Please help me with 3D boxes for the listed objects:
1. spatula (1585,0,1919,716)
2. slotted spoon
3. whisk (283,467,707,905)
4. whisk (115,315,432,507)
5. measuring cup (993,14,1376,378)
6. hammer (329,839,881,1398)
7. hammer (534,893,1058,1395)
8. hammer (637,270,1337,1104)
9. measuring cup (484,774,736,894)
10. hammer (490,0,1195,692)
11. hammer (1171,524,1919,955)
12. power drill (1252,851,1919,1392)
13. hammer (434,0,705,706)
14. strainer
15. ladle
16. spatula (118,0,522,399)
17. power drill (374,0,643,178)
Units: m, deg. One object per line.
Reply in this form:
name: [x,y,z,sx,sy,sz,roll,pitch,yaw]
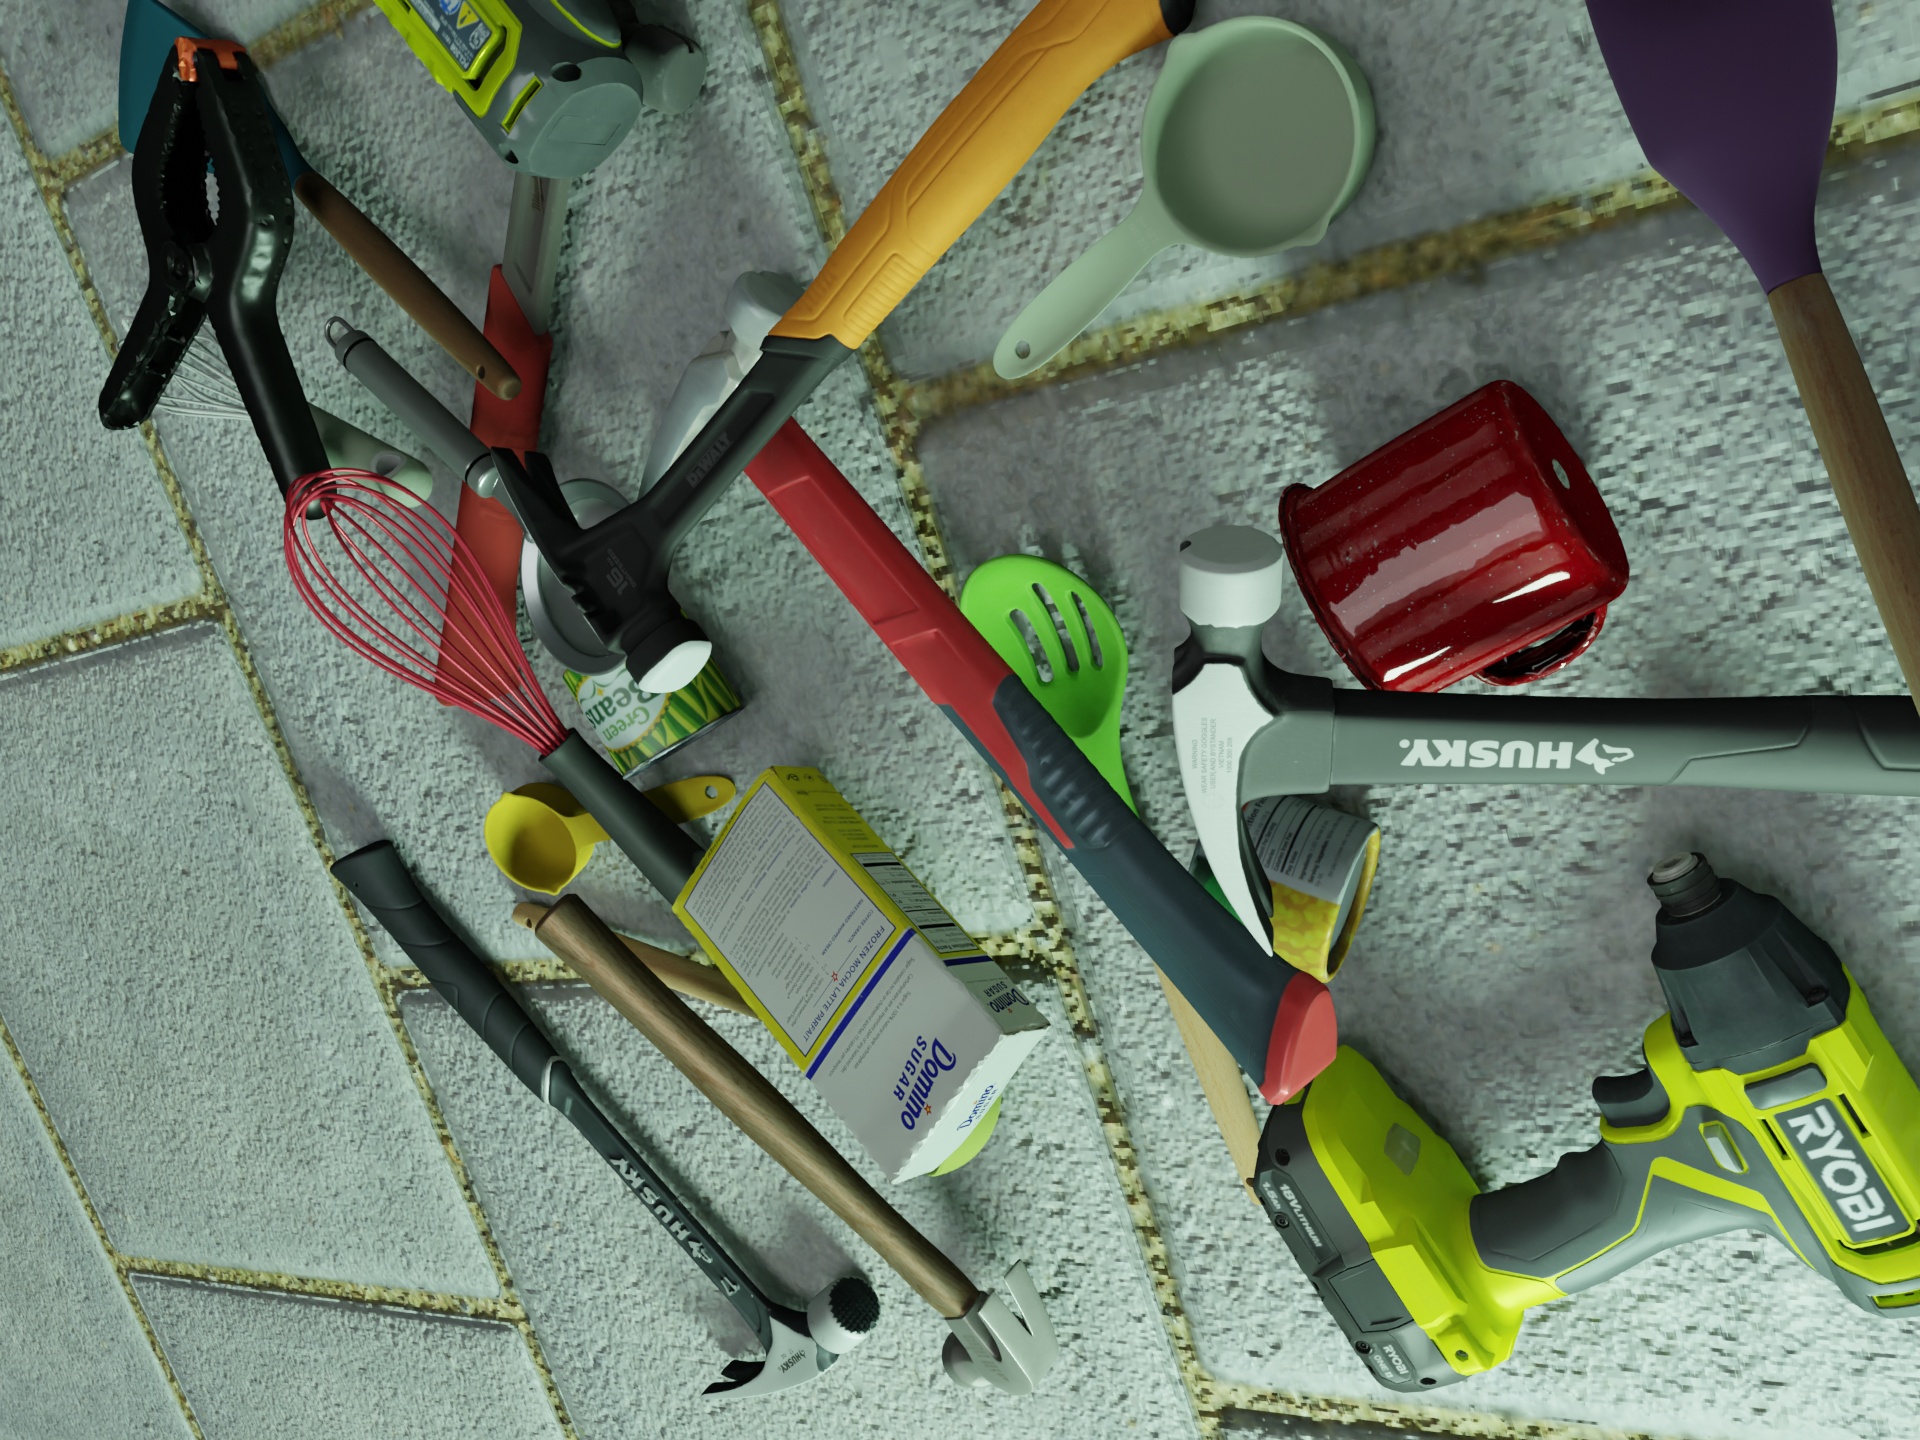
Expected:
spatula: [0.248,-0.101,0.452,0.060,0.018,0.316,-20,80,30]
slotted spoon: [0.079,0.072,0.678,0.070,0.031,0.313,-14,105,35]
whisk: [-0.207,-0.002,0.760,0.073,0.073,0.295,-28,112,36]
whisk: [-0.352,-0.158,0.811,0.246,0.058,0.059,27,159,28]
measuring cup: [0.075,-0.177,0.568,0.167,0.038,0.083,-36,90,38]
hammer: [-0.223,0.225,0.920,0.409,0.036,0.149,46,127,7]
hammer: [-0.081,0.207,0.777,0.331,0.031,0.130,44,150,0]
hammer: [-0.001,-0.002,0.635,0.387,0.038,0.143,50,129,20]
measuring cup: [-0.178,0.048,0.829,0.156,0.029,0.062,-16,107,23]
hammer: [-0.047,-0.164,0.600,0.337,0.034,0.127,-43,73,21]
hammer: [0.234,0.012,0.490,0.335,0.035,0.146,1,122,10]
power drill: [0.231,0.156,0.595,0.223,0.080,0.171,-31,93,32]
hammer: [-0.219,-0.165,0.749,0.149,0.037,0.358,30,122,17]
strainer: [-0.207,-0.107,0.720,0.258,0.050,0.087,42,118,16]
ladle: [-0.119,0.146,0.811,0.320,0.062,0.078,15,112,28]
spatula: [-0.302,-0.235,0.740,0.318,0.044,0.082,43,126,26]
power drill: [-0.150,-0.347,0.585,0.228,0.080,0.190,-41,84,29]
